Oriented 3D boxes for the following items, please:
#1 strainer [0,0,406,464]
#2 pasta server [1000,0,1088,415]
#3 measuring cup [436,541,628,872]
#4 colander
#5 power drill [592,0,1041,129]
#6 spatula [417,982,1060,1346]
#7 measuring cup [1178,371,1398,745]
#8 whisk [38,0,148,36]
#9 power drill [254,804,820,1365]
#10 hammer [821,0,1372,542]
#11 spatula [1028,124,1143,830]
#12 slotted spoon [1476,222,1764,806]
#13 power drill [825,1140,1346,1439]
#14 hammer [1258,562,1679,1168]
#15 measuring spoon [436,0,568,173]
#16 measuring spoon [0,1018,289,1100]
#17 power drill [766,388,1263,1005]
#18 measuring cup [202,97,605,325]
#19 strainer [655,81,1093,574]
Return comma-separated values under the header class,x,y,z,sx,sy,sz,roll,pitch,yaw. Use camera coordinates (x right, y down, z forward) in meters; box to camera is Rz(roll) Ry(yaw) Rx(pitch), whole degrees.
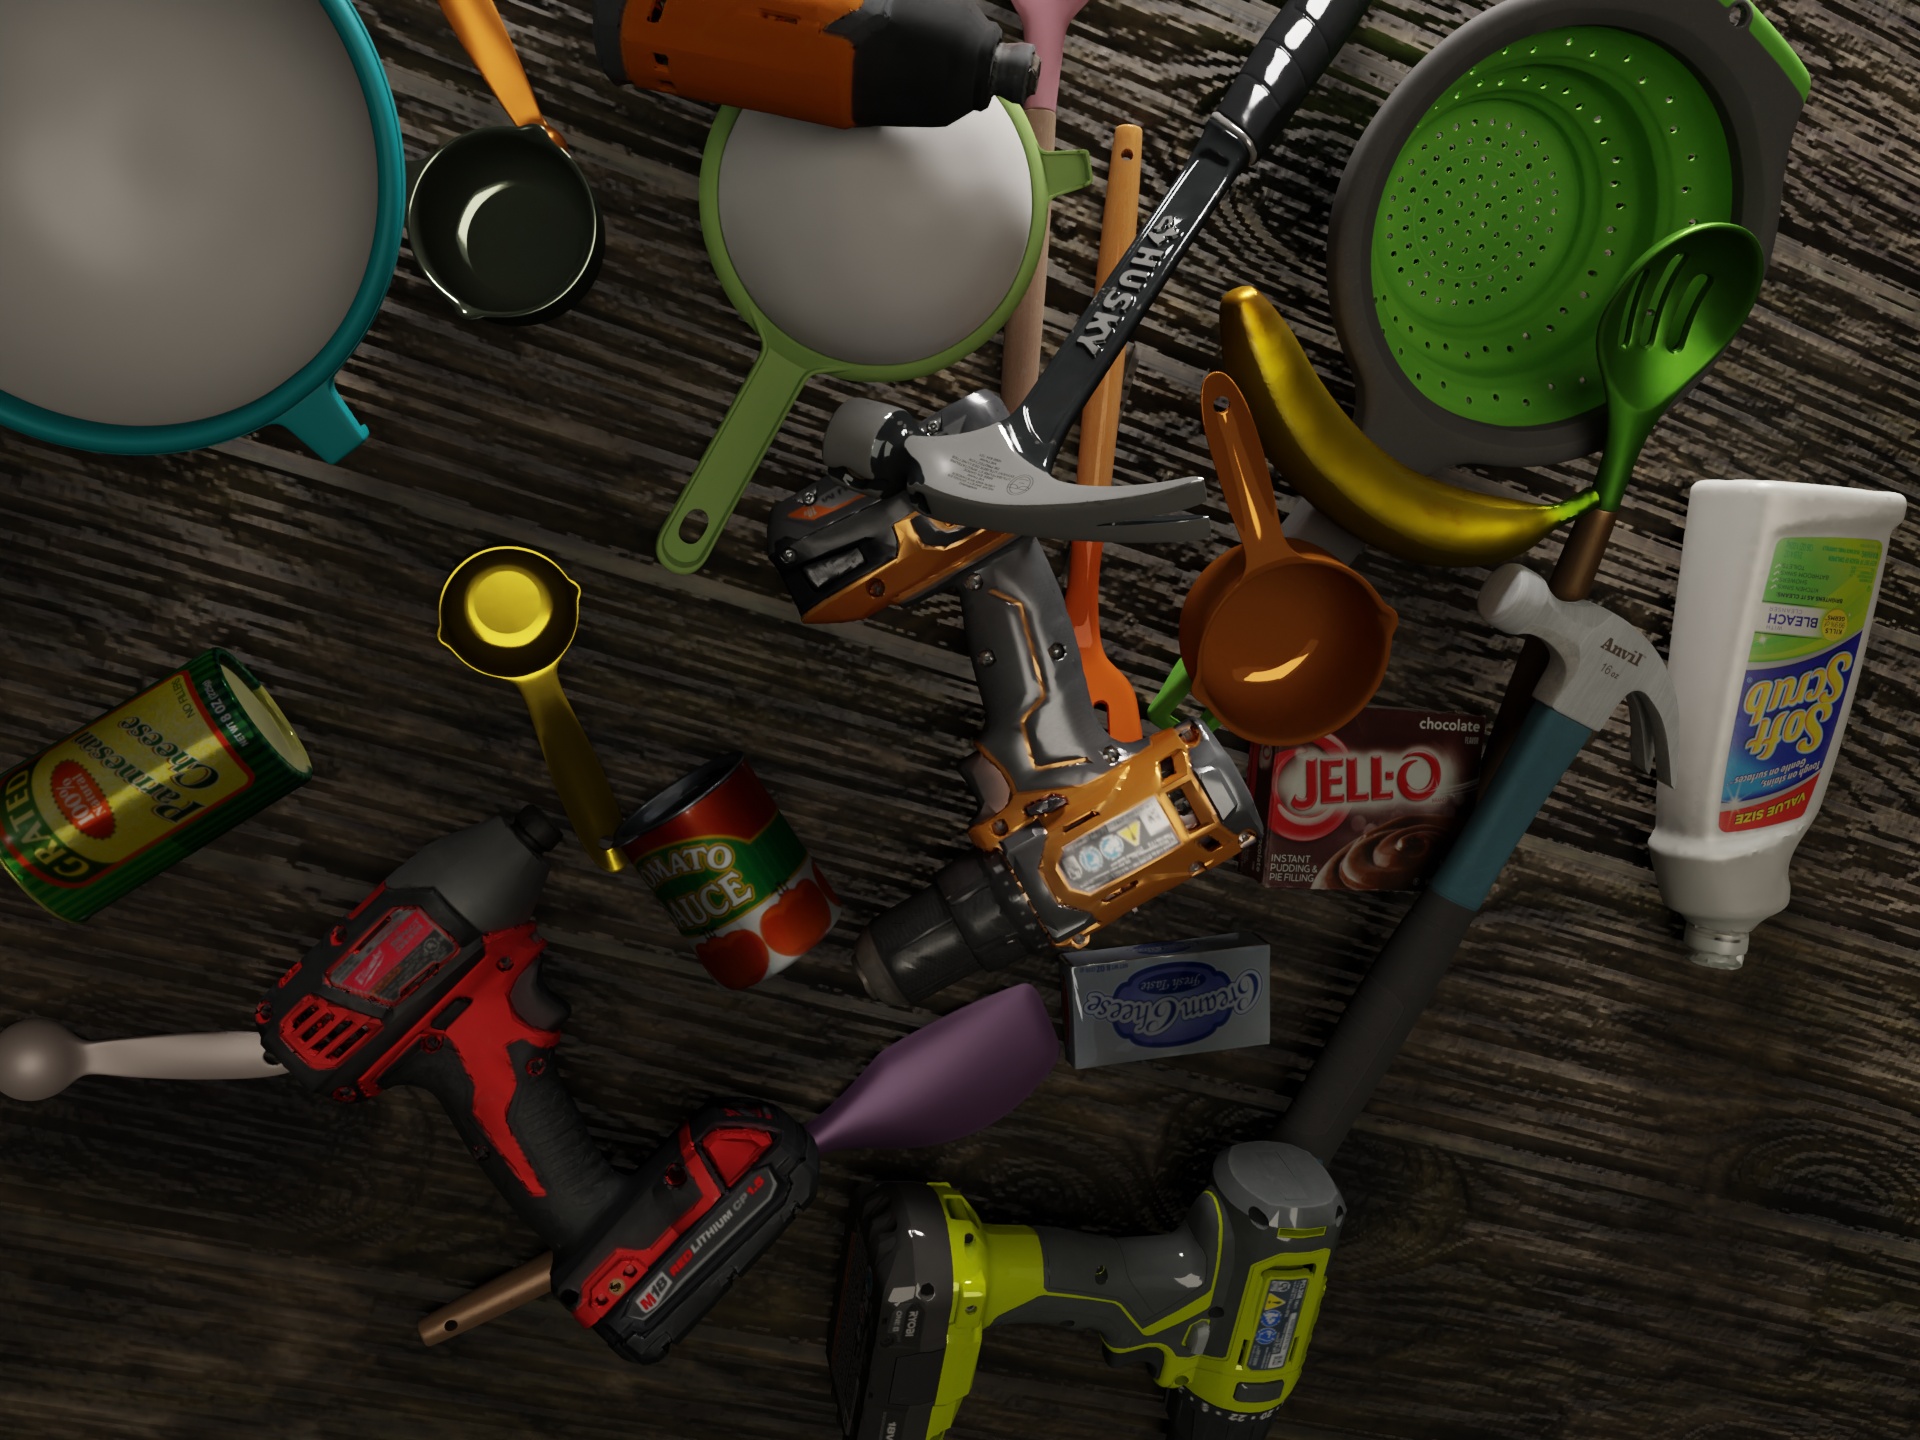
class,x,y,z,sx,sy,sz,roll,pitch,yaw
strainer,-0.292,-0.270,0.569,0.211,0.095,0.340,9,108,-8
pasta server,0.034,-0.246,0.711,0.060,0.040,0.316,4,96,-3
measuring cup,-0.178,-0.004,0.693,0.062,0.029,0.156,-22,113,-12
colander,0.208,-0.163,0.750,0.204,0.095,0.397,31,106,-21
power drill,-0.033,-0.331,0.616,0.164,0.084,0.227,13,74,3
spatula,-0.096,0.210,0.736,0.316,0.018,0.059,-23,100,-12
measuring cup,0.128,-0.074,0.695,0.095,0.052,0.173,-21,113,1
whisk,-0.418,-0.324,0.581,0.238,0.055,0.055,27,89,-19
power drill,-0.169,0.148,0.673,0.219,0.078,0.143,45,80,-6
hammer,0.109,-0.229,0.660,0.149,0.036,0.409,21,64,26
spatula,0.062,-0.112,0.731,0.081,0.041,0.322,5,93,2
slotted spoon,0.287,-0.077,0.740,0.070,0.031,0.313,2,121,-16
power drill,0.058,0.293,0.749,0.228,0.080,0.190,4,111,-16
hammer,0.228,0.096,0.763,0.128,0.033,0.331,23,104,-18
measuring spoon,-0.197,-0.283,0.659,0.021,0.011,0.117,-29,102,-10
measuring spoon,-0.338,0.142,0.665,0.124,0.018,0.034,2,95,-16
power drill,-0.001,-0.002,0.685,0.185,0.084,0.226,-30,92,2
measuring cup,-0.225,-0.216,0.653,0.167,0.038,0.083,21,92,1
strainer,-0.059,-0.170,0.664,0.151,0.069,0.256,29,96,-16
